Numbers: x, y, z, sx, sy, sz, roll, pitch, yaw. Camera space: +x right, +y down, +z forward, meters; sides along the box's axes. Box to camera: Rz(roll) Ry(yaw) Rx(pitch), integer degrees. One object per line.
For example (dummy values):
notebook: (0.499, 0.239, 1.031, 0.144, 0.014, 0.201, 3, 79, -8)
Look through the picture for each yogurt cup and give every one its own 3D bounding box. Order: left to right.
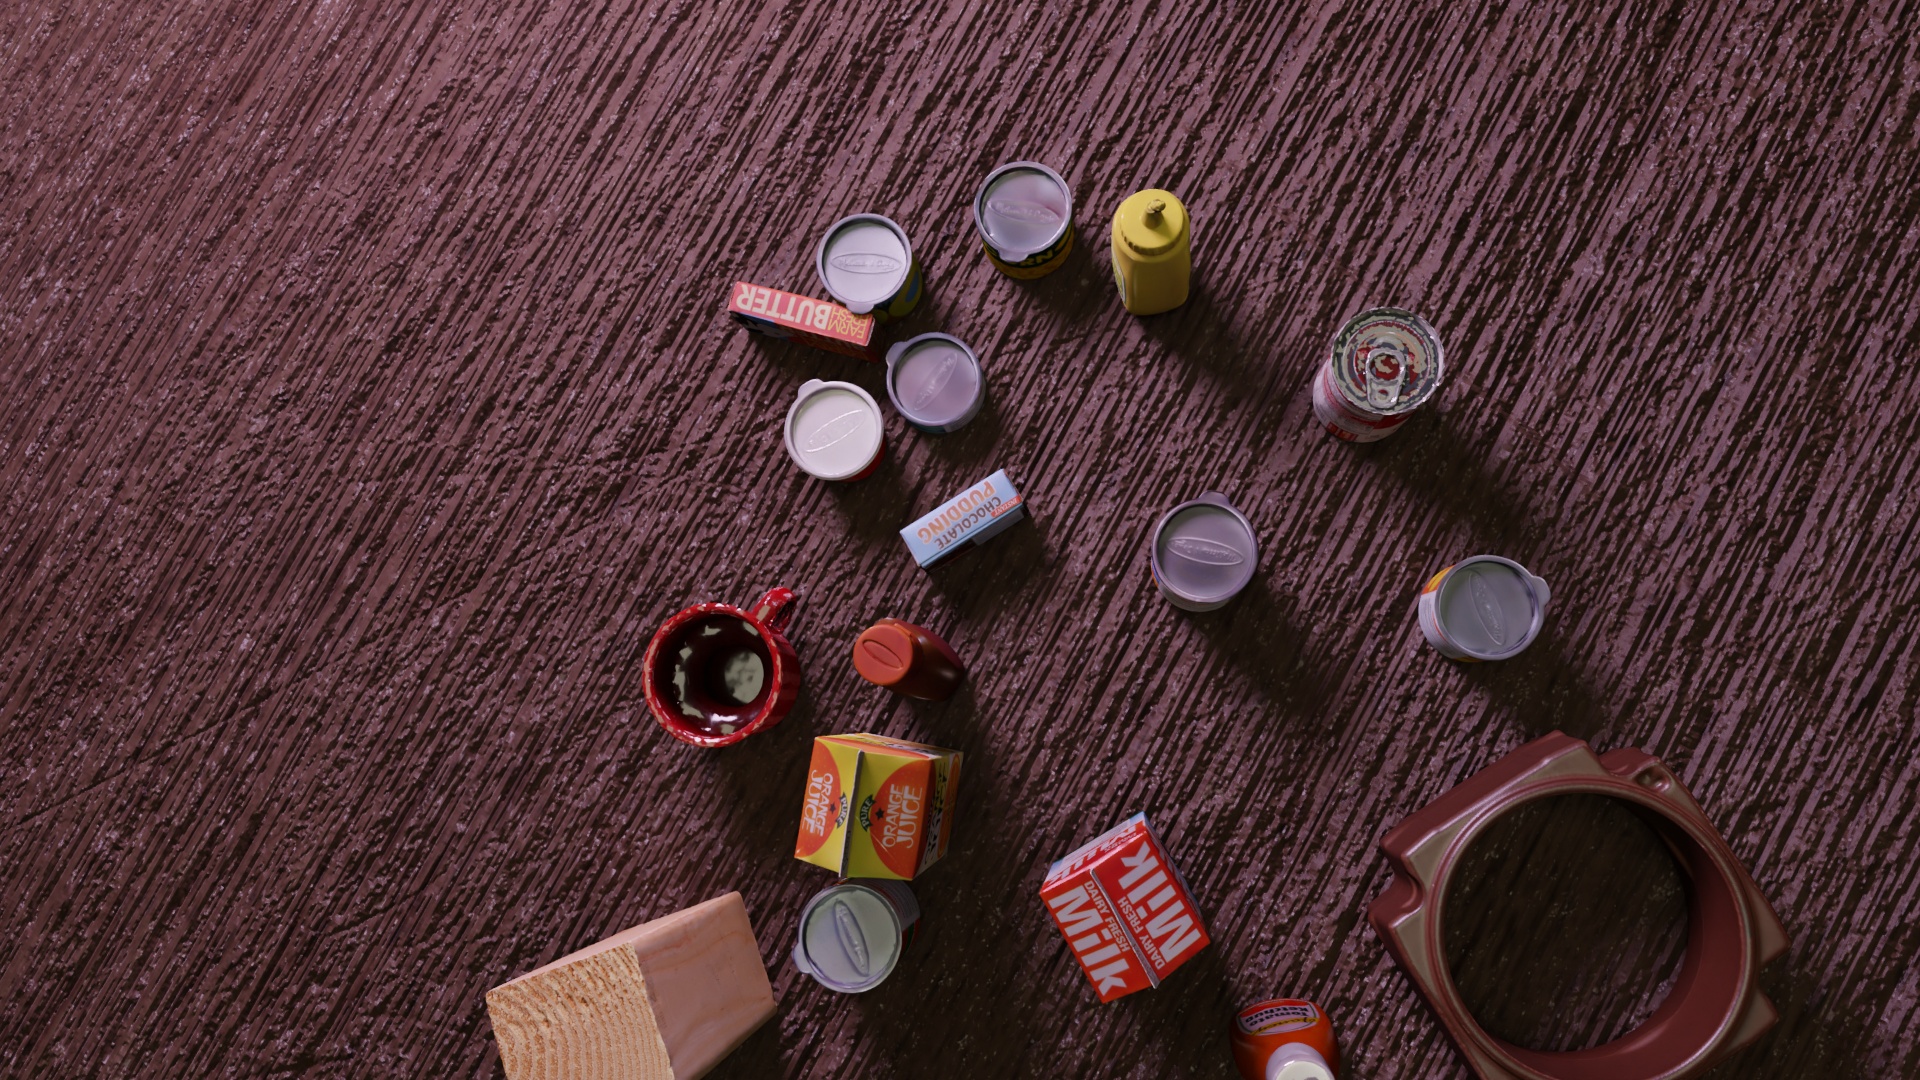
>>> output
yogurt cup: (-0.082, -0.071, 0.959, 0.072, 0.054, 0.072, -1, 83, 7)

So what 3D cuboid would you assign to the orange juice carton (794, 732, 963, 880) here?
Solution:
orange juice carton: (-0.049, 0.161, 0.854, 0.073, 0.192, 0.072, 9, 84, 8)

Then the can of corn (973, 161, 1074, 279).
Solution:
can of corn: (0.045, -0.218, 0.961, 0.071, 0.058, 0.071, -1, 83, 7)

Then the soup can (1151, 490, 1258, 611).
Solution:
soup can: (0.158, 0.009, 0.904, 0.071, 0.083, 0.071, -1, 83, 7)

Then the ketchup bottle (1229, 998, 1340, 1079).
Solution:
ketchup bottle: (0.197, 0.309, 0.826, 0.065, 0.148, 0.043, -12, 82, 5)

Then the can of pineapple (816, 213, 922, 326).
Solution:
can of pineapple: (-0.063, -0.186, 0.970, 0.071, 0.058, 0.071, -1, 83, 7)

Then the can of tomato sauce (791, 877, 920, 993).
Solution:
can of tomato sauce: (-0.066, 0.252, 0.899, 0.071, 0.083, 0.071, -1, 83, 7)

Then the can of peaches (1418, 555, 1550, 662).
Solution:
can of peaches: (0.335, 0.044, 0.891, 0.071, 0.058, 0.071, -1, 83, 7)

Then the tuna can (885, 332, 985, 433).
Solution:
tuna can: (-0.018, -0.110, 0.967, 0.071, 0.033, 0.071, -1, 82, 7)

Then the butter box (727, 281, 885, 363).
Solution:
butter box: (-0.106, -0.153, 0.973, 0.103, 0.053, 0.024, 15, 85, 9)

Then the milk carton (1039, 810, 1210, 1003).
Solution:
milk carton: (0.098, 0.217, 0.829, 0.073, 0.190, 0.072, -31, 80, 3)

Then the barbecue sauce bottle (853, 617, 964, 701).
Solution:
barbecue sauce bottle: (-0.036, 0.075, 0.886, 0.065, 0.148, 0.043, 34, 88, 10)

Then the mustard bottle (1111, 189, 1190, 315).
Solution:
mustard bottle: (0.122, -0.192, 0.896, 0.049, 0.160, 0.065, -12, 82, 6)

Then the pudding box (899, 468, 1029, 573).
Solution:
pudding box: (0.003, -0.012, 0.943, 0.084, 0.049, 0.030, -32, 80, 2)
